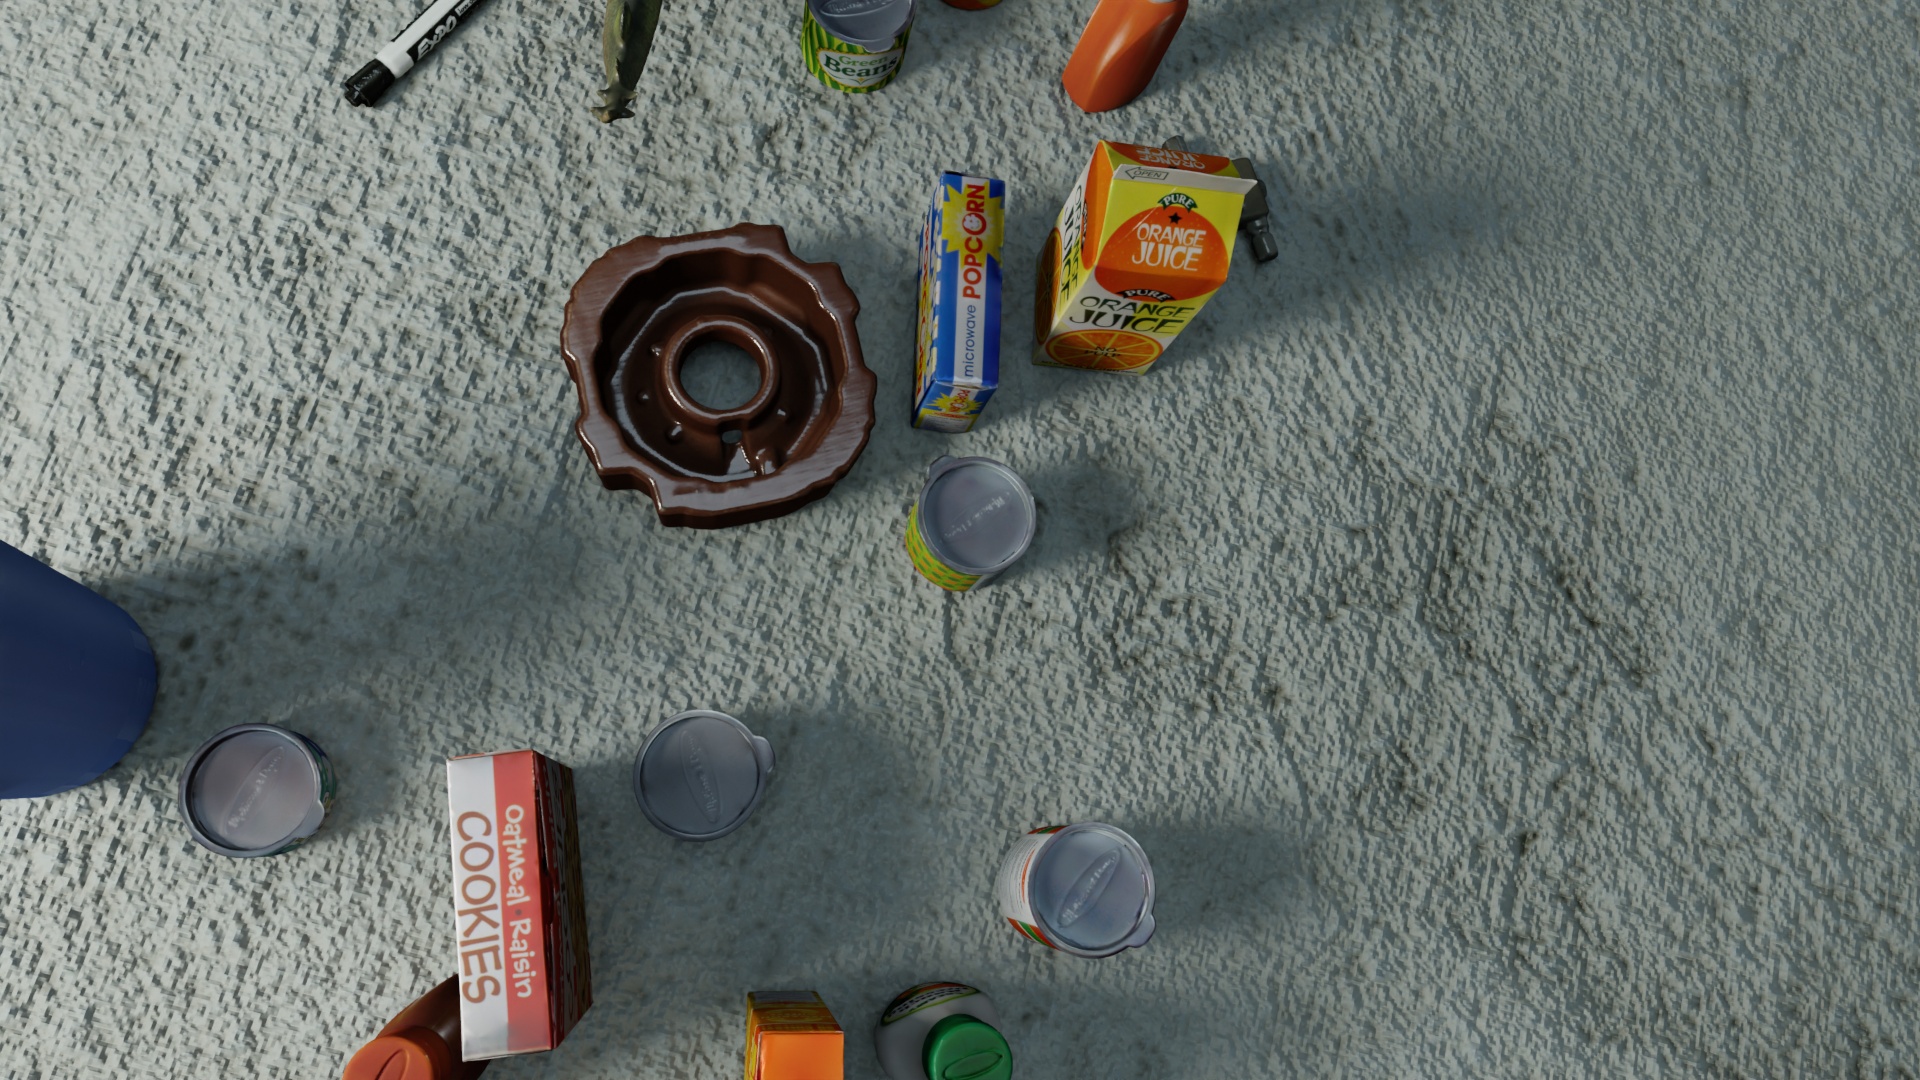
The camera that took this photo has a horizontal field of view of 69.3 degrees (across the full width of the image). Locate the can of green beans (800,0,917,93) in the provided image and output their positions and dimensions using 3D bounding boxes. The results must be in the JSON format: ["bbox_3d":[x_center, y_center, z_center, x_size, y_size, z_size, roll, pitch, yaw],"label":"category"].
[{"bbox_3d":[-0.063,-0.314,0.840,0.071,0.057,0.071,2,77,-9],"label":"can of green beans"}]

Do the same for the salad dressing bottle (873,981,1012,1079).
[{"bbox_3d":[-0.006,0.244,0.673,0.064,0.147,0.044,-14,80,-13],"label":"salad dressing bottle"}]

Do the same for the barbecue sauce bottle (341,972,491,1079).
[{"bbox_3d":[-0.244,0.236,0.633,0.044,0.148,0.065,26,75,-3],"label":"barbecue sauce bottle"}]

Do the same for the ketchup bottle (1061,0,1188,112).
[{"bbox_3d":[0.106,-0.312,0.822,0.065,0.148,0.043,-33,85,-15],"label":"ketchup bottle"}]

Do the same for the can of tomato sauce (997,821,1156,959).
[{"bbox_3d":[0.061,0.184,0.732,0.071,0.083,0.071,2,77,-9],"label":"can of tomato sauce"}]

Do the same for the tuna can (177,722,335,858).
[{"bbox_3d":[-0.350,0.127,0.699,0.071,0.032,0.071,2,77,-9],"label":"tuna can"}]

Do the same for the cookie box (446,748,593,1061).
[{"bbox_3d":[-0.201,0.165,0.647,0.040,0.167,0.123,-6,79,-11],"label":"cookie box"}]

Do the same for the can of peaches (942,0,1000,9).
[{"bbox_3d":[0.007,-0.375,0.867,0.071,0.058,0.071,2,77,-9],"label":"can of peaches"}]

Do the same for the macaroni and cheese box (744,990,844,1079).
[{"bbox_3d":[-0.081,0.281,0.641,0.040,0.166,0.124,2,77,-9],"label":"macaroni and cheese box"}]

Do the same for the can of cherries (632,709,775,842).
[{"bbox_3d":[-0.133,0.123,0.725,0.071,0.058,0.071,2,77,-9],"label":"can of cherries"}]

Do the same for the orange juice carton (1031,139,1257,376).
[{"bbox_3d":[0.095,-0.157,0.761,0.072,0.192,0.073,6,77,-9],"label":"orange juice carton"}]

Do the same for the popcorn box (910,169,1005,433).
[{"bbox_3d":[-0.002,-0.133,0.794,0.038,0.085,0.127,4,77,-9],"label":"popcorn box"}]

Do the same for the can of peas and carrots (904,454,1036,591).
[{"bbox_3d":[0.003,-0.010,0.780,0.071,0.058,0.071,2,77,-9],"label":"can of peas and carrots"}]
